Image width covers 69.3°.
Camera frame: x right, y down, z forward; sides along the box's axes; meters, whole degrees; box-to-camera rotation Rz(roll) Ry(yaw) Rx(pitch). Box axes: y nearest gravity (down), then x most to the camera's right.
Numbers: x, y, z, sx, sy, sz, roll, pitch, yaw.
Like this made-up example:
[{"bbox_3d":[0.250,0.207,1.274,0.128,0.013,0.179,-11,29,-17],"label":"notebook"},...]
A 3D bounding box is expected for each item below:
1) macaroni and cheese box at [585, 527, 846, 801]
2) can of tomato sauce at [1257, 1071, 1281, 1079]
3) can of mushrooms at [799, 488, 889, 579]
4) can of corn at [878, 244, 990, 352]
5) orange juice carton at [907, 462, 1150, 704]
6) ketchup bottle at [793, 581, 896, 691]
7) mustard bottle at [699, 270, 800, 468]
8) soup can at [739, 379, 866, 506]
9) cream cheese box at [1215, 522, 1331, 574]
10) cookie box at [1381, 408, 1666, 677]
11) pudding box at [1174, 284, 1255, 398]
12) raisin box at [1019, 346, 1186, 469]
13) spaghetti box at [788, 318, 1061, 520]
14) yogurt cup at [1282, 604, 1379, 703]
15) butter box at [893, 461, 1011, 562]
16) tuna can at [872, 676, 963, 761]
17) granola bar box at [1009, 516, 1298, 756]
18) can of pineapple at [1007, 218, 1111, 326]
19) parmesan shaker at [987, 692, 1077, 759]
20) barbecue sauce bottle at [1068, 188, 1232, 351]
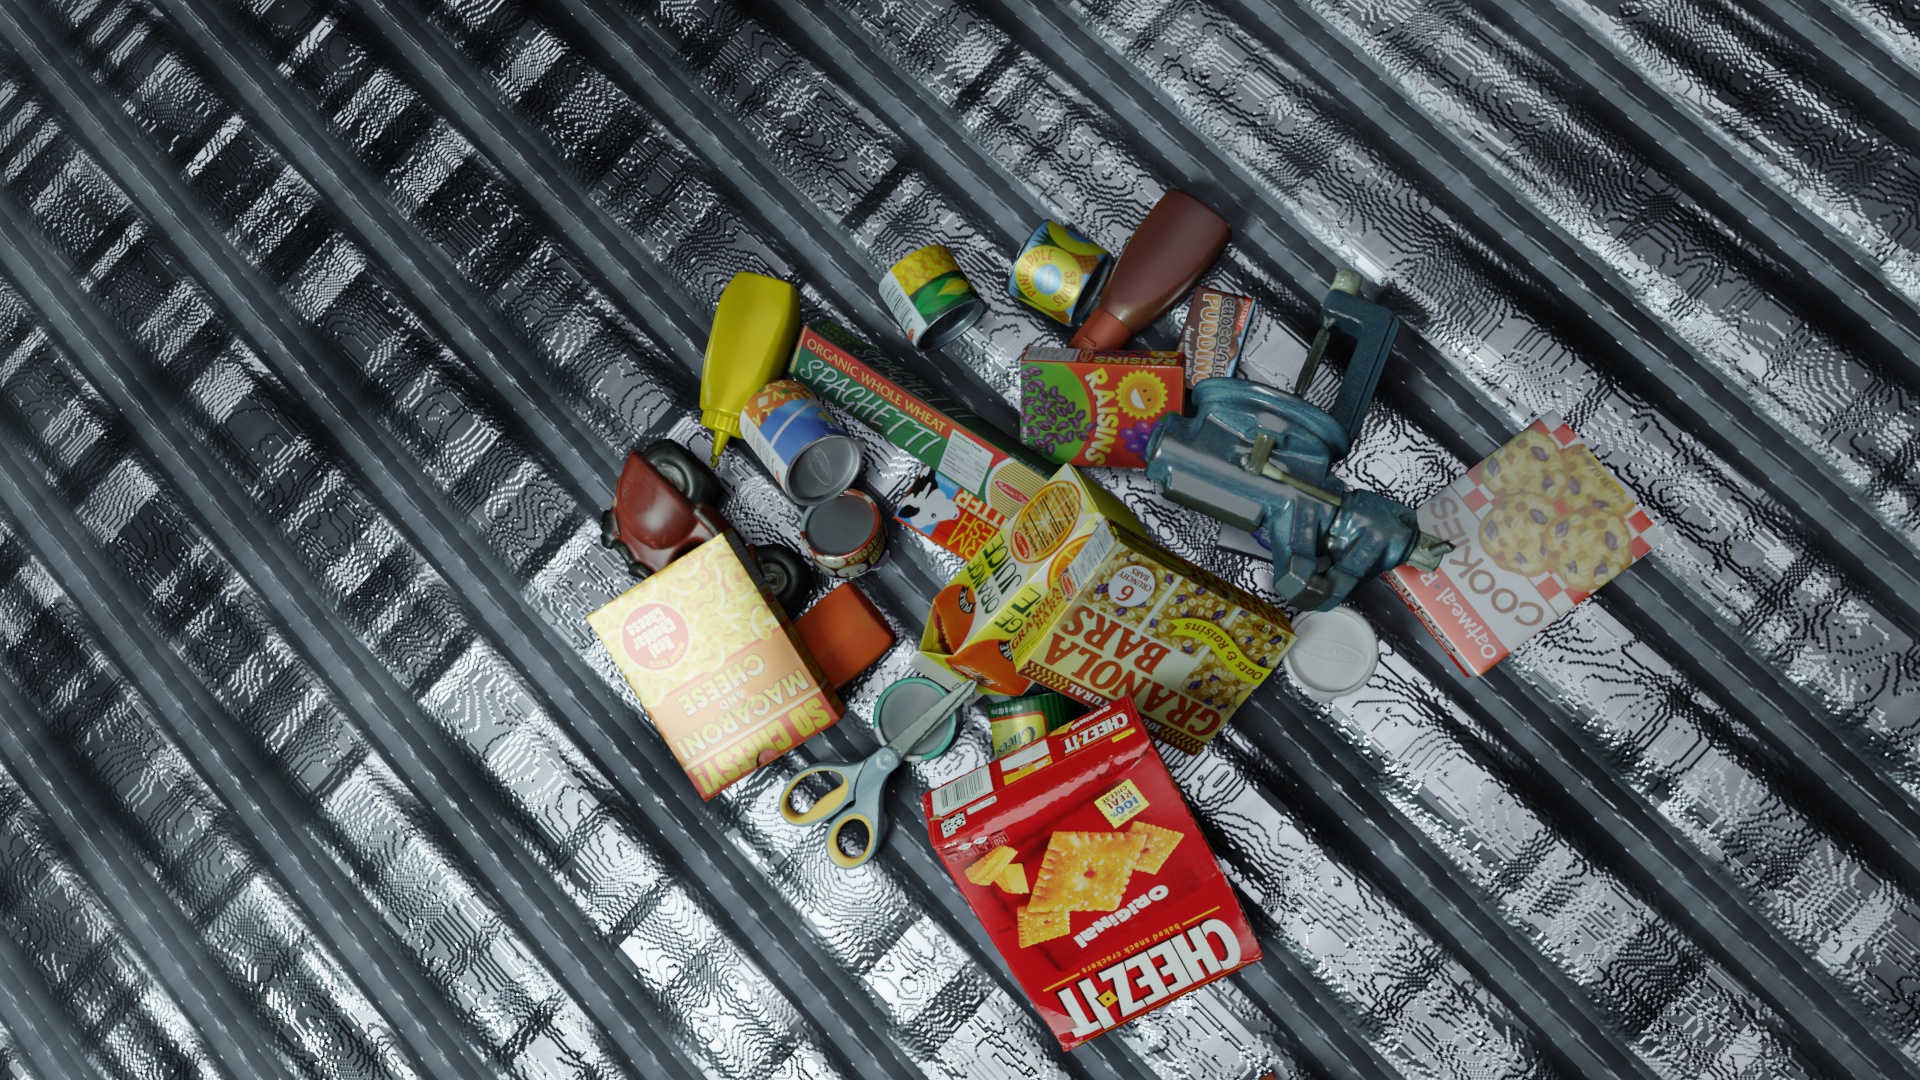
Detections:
[{"bbox_3d":[-0.182,0.093,1.043,0.123,0.040,0.166,-32,93,5],"label":"macaroni and cheese box"},{"bbox_3d":[0.203,0.424,0.981,0.083,0.071,0.071,-32,79,3],"label":"can of tomato sauce"},{"bbox_3d":[-0.089,-0.005,1.089,0.071,0.033,0.071,-5,58,9],"label":"can of mushrooms"},{"bbox_3d":[-0.021,-0.193,1.099,0.071,0.071,0.058,-34,79,3],"label":"can of corn"},{"bbox_3d":[0.048,0.043,1.027,0.071,0.073,0.192,34,109,-32],"label":"orange juice carton"},{"bbox_3d":[-0.124,0.101,1.086,0.149,0.043,0.065,-40,83,2],"label":"ketchup bottle"},{"bbox_3d":[-0.178,-0.135,1.123,0.065,0.049,0.160,17,86,10],"label":"mustard bottle"},{"bbox_3d":[-0.123,-0.078,1.085,0.071,0.071,0.084,-43,52,2],"label":"soup can"},{"bbox_3d":[0.251,-0.005,1.053,0.104,0.024,0.053,17,87,11],"label":"cream cheese box"},{"bbox_3d":[0.403,0.003,1.021,0.167,0.040,0.123,-37,79,1],"label":"cookie box"},{"bbox_3d":[0.194,-0.151,1.078,0.050,0.030,0.083,18,86,10],"label":"pudding box"},{"bbox_3d":[0.109,-0.101,1.060,0.123,0.040,0.085,4,114,12],"label":"raisin box"},{"bbox_3d":[-0.026,-0.091,1.084,0.250,0.029,0.050,34,126,16],"label":"spaghetti box"},{"bbox_3d":[0.270,0.082,1.023,0.072,0.054,0.072,-1,82,9],"label":"yogurt cup"},{"bbox_3d":[0.004,-0.014,1.091,0.103,0.024,0.053,31,87,11],"label":"butter box"},{"bbox_3d":[-0.031,0.136,1.072,0.071,0.033,0.071,-1,83,9],"label":"tuna can"},{"bbox_3d":[0.137,0.073,0.990,0.165,0.039,0.123,27,113,-21],"label":"granola bar box"},{"bbox_3d":[0.077,-0.208,1.084,0.058,0.071,0.071,31,88,11],"label":"can of pineapple"},{"bbox_3d":[0.058,0.169,1.039,0.071,0.071,0.103,-11,81,7],"label":"parmesan shaker"},{"bbox_3d":[0.144,-0.200,1.085,0.065,0.043,0.148,38,90,19],"label":"barbecue sauce bottle"}]
